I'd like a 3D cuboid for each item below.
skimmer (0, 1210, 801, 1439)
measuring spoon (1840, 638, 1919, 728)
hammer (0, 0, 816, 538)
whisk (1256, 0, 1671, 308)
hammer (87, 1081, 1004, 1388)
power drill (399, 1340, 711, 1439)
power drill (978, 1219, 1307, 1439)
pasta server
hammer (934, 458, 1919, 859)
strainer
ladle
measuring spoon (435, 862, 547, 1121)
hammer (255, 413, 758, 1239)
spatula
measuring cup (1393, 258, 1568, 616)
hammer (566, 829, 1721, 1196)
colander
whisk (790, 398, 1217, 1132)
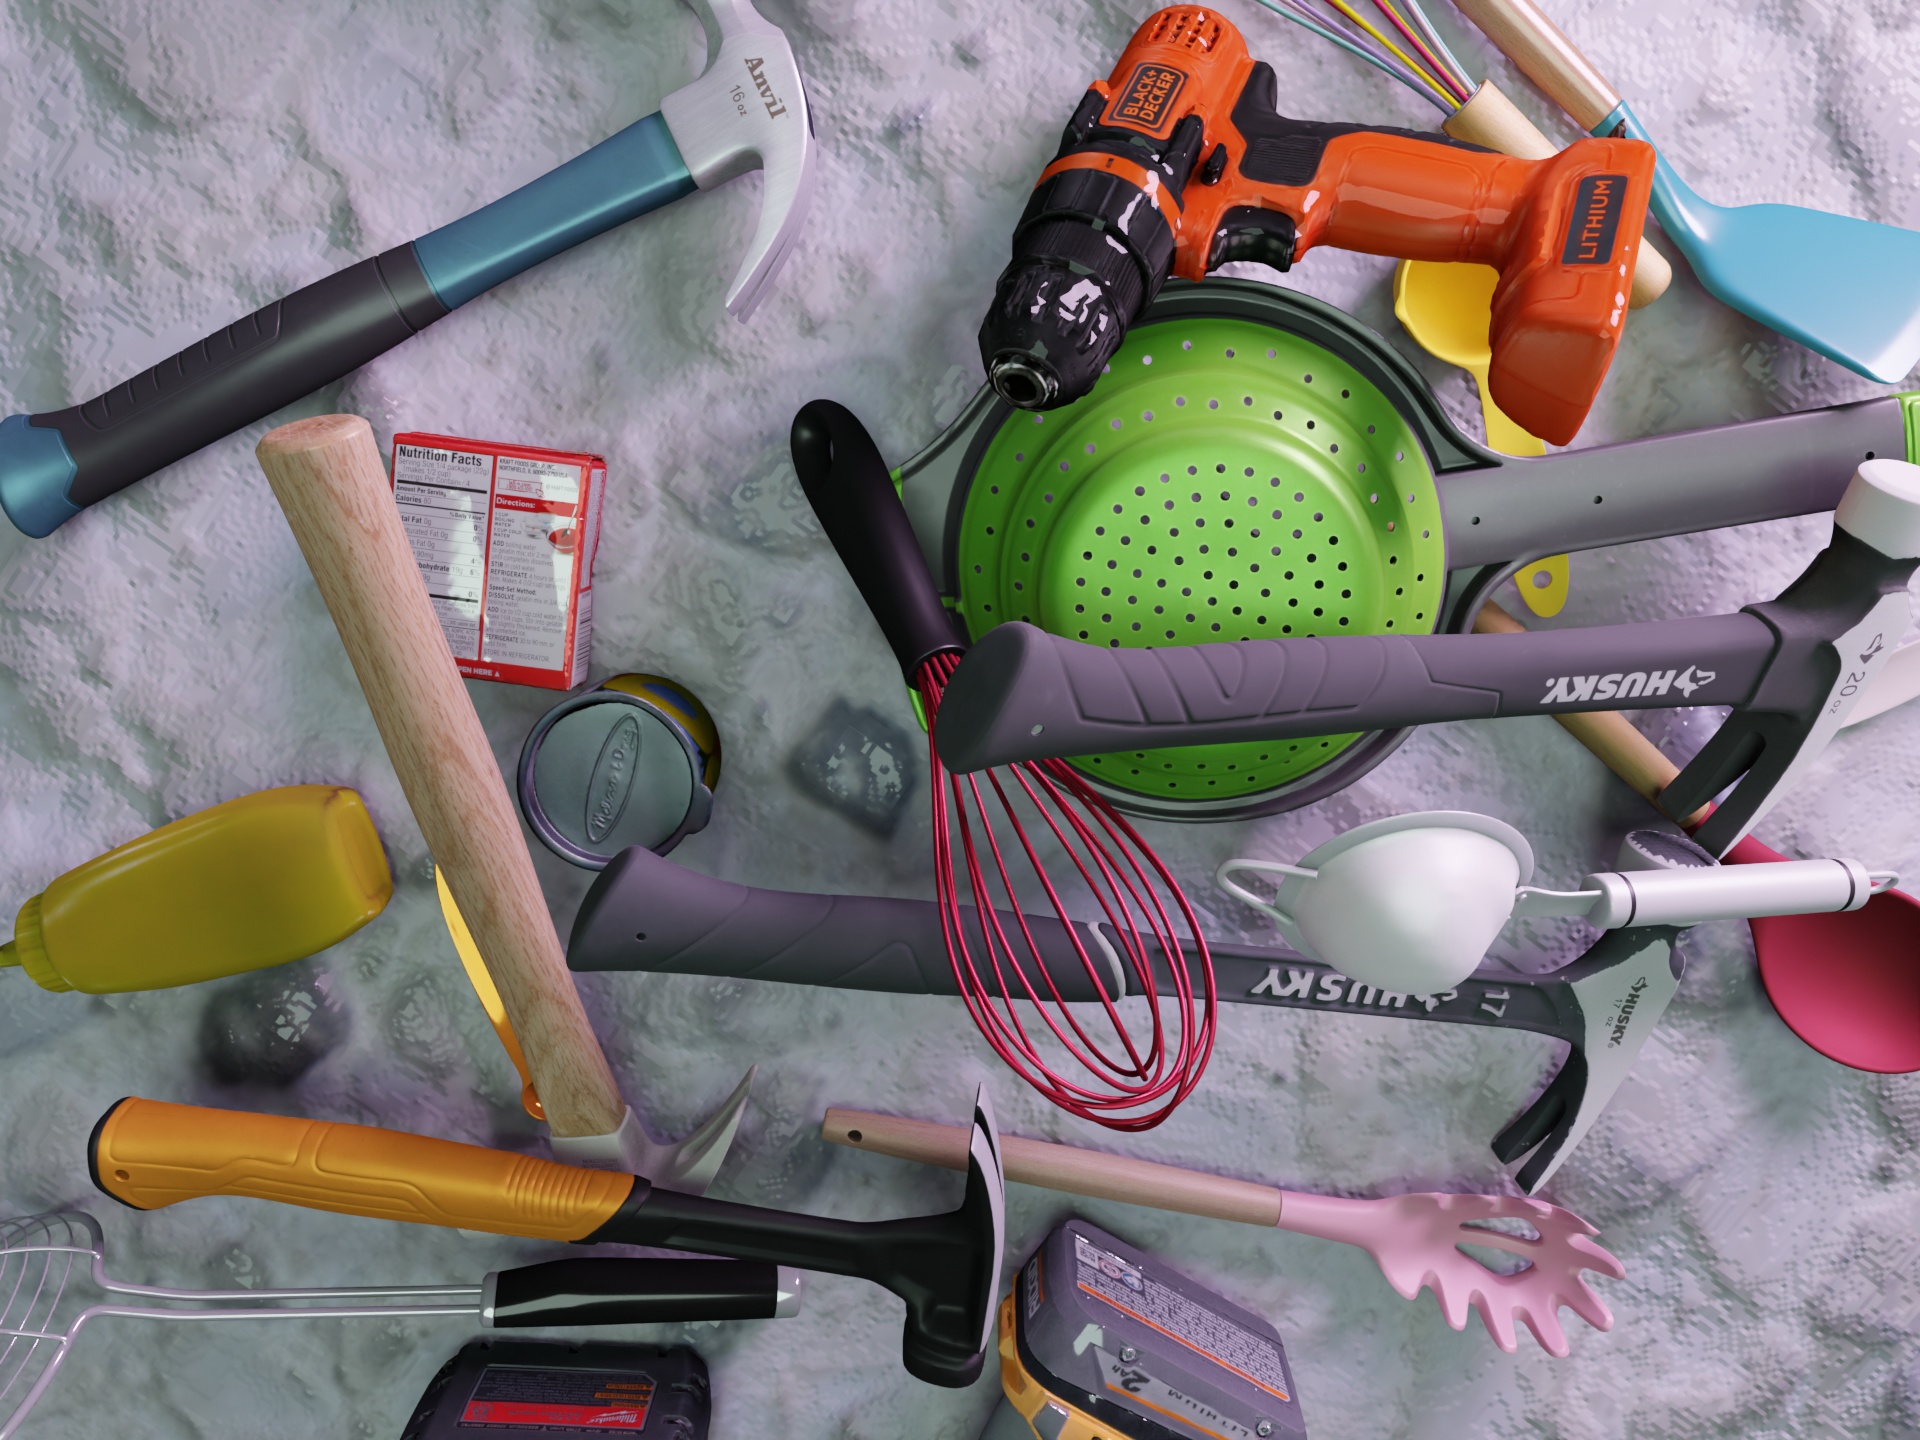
[{"bbox_3d":[-0.247,0.247,0.623,0.363,0.127,0.090,3,123,-12],"label":"skimmer"},{"bbox_3d":[0.375,-0.027,0.612,0.124,0.018,0.034,-28,98,11],"label":"measuring spoon"},{"bbox_3d":[-0.204,-0.156,0.576,0.331,0.033,0.128,-25,92,5],"label":"hammer"},{"bbox_3d":[0.161,-0.232,0.563,0.245,0.047,0.051,40,108,-10],"label":"whisk"},{"bbox_3d":[-0.152,0.170,0.579,0.337,0.034,0.127,7,120,3],"label":"hammer"},{"bbox_3d":[-0.156,0.371,0.642,0.143,0.078,0.219,3,102,-1],"label":"power drill"},{"bbox_3d":[0.050,0.336,0.635,0.185,0.084,0.226,30,102,-5],"label":"power drill"},{"bbox_3d":[0.100,0.192,0.632,0.316,0.040,0.060,11,98,-1],"label":"pasta server"},{"bbox_3d":[0.153,-0.009,0.500,0.334,0.035,0.146,-4,128,-20],"label":"hammer"},{"bbox_3d":[0.213,0.062,0.538,0.258,0.050,0.086,-2,138,-15],"label":"strainer"},{"bbox_3d":[0.263,0.020,0.611,0.315,0.031,0.069,41,104,-4],"label":"ladle"},{"bbox_3d":[-0.182,0.104,0.633,0.021,0.011,0.117,-20,95,4],"label":"measuring spoon"},{"bbox_3d":[-0.161,0.054,0.554,0.130,0.031,0.331,-7,118,10],"label":"hammer"},{"bbox_3d":[0.217,-0.239,0.561,0.317,0.044,0.082,42,66,-4],"label":"spatula"},{"bbox_3d":[0.201,-0.114,0.593,0.062,0.029,0.156,-16,107,9],"label":"measuring cup"},{"bbox_3d":[0.069,0.092,0.568,0.408,0.036,0.149,7,111,-14],"label":"hammer"},{"bbox_3d":[0.164,-0.062,0.542,0.397,0.094,0.204,-9,103,7],"label":"colander"},{"bbox_3d":[-0.001,-0.002,0.521,0.073,0.073,0.296,-28,59,4],"label":"whisk"}]
